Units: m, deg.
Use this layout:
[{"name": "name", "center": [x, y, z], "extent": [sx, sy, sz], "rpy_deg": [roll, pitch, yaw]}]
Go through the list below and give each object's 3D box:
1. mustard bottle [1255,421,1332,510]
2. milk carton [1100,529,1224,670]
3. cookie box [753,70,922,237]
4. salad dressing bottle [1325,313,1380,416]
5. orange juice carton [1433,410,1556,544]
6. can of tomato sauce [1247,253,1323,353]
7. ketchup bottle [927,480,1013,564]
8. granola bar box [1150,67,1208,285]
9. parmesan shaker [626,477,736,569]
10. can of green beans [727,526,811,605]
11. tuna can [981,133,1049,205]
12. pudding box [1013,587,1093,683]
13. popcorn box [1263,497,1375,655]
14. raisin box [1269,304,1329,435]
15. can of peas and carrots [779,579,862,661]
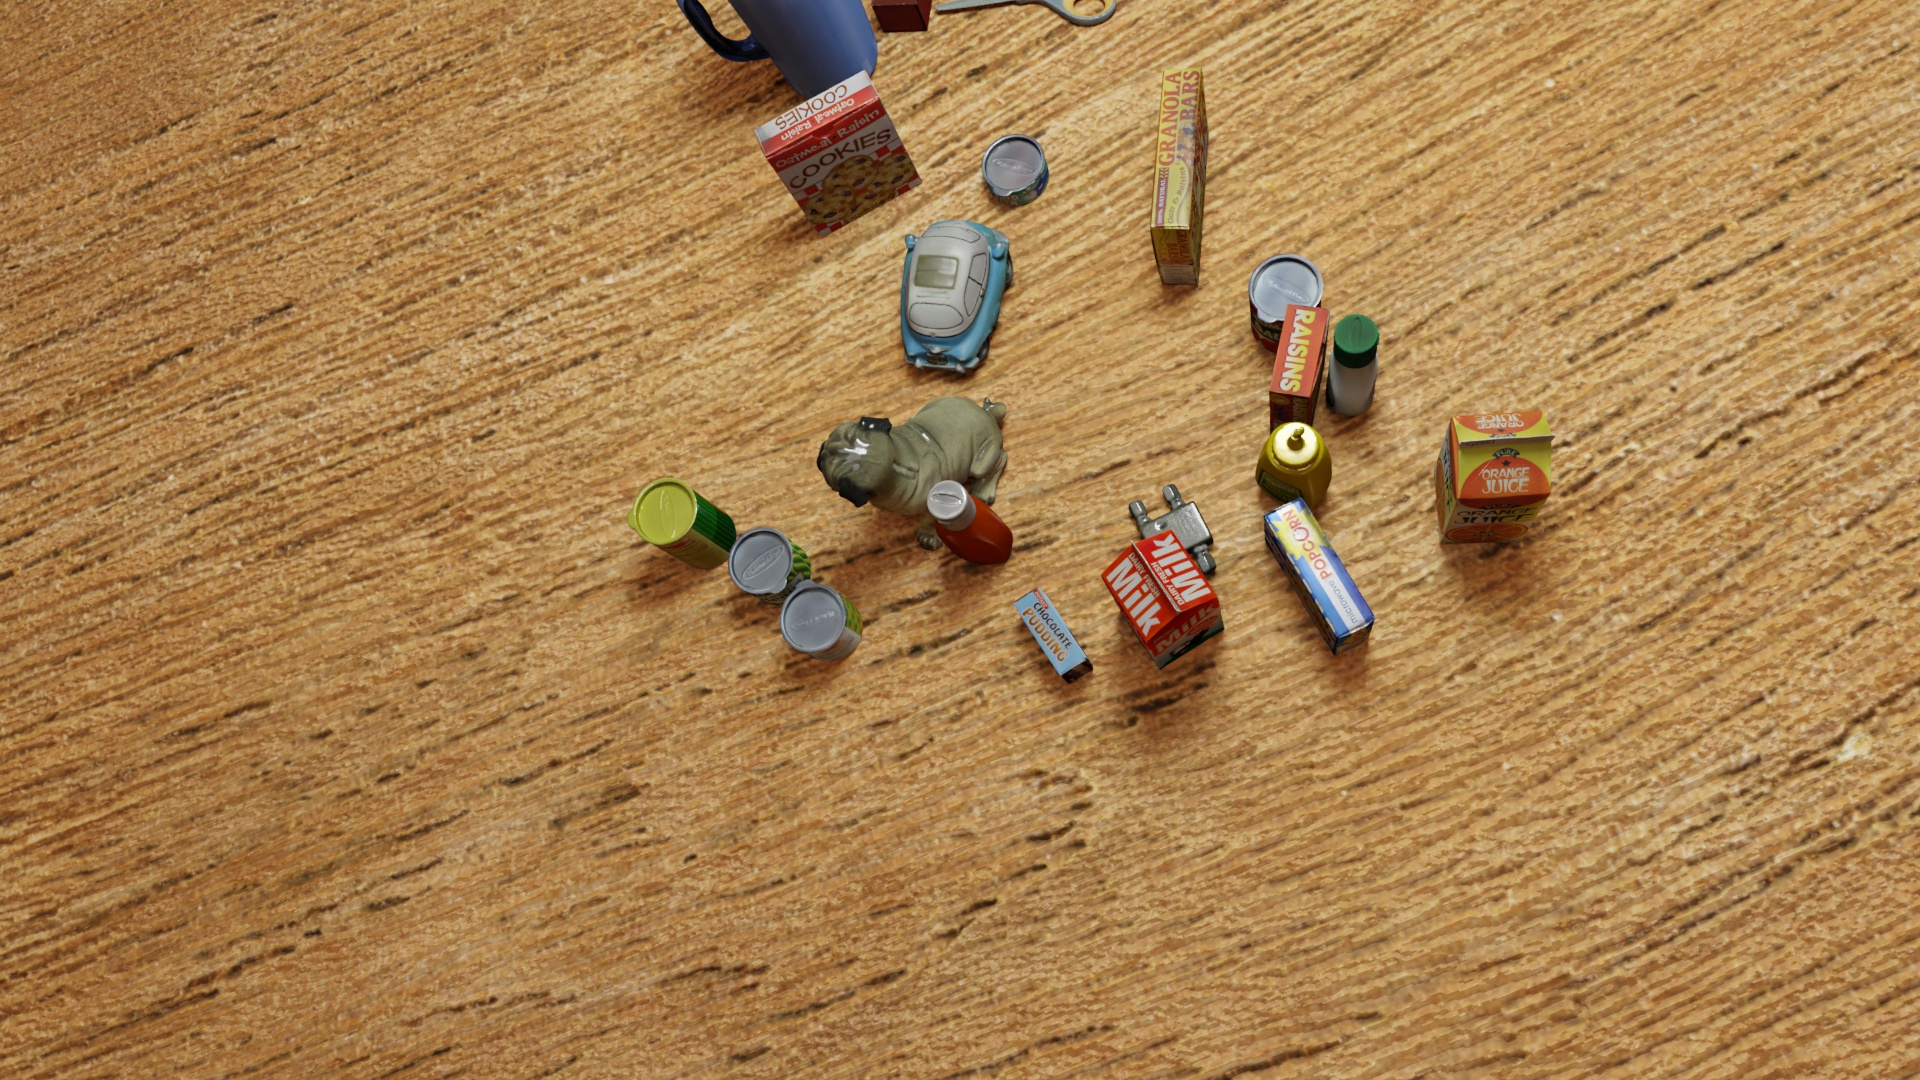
[{"name": "mustard bottle", "center": [0.291, -0.070, 1.215], "extent": [0.065, 0.160, 0.049], "rpy_deg": [31, 84, 19]}, {"name": "milk carton", "center": [0.174, 0.050, 1.192], "extent": [0.073, 0.190, 0.072], "rpy_deg": [-33, 71, 3]}, {"name": "cookie box", "center": [-0.119, -0.383, 1.393], "extent": [0.123, 0.167, 0.040], "rpy_deg": [-28, 71, 5]}, {"name": "salad dressing bottle", "center": [0.348, -0.156, 1.232], "extent": [0.044, 0.147, 0.064], "rpy_deg": [5, 77, 15]}, {"name": "orange juice carton", "center": [0.443, -0.055, 1.158], "extent": [0.072, 0.192, 0.073], "rpy_deg": [-2, 75, 13]}, {"name": "can of tomato sauce", "center": [0.302, -0.217, 1.294], "extent": [0.071, 0.083, 0.071], "rpy_deg": [-3, 75, 12]}, {"name": "ketchup bottle", "center": [0.005, -0.016, 1.272], "extent": [0.065, 0.148, 0.043], "rpy_deg": [9, 78, 15]}, {"name": "granola bar box", "center": [0.210, -0.345, 1.329], "extent": [0.039, 0.124, 0.166], "rpy_deg": [3, 76, 14]}, {"name": "parmesan shaker", "center": [-0.271, -0.015, 1.360], "extent": [0.071, 0.103, 0.071], "rpy_deg": [-3, 75, 12]}, {"name": "can of green beans", "center": [-0.185, 0.026, 1.353], "extent": [0.071, 0.057, 0.071], "rpy_deg": [-3, 74, 12]}, {"name": "tuna can", "center": [0.056, -0.377, 1.422], "extent": [0.071, 0.032, 0.071], "rpy_deg": [-3, 74, 12]}, {"name": "pudding box", "center": [0.086, 0.087, 1.277], "extent": [0.030, 0.049, 0.084], "rpy_deg": [-34, 70, 3]}, {"name": "popcorn box", "center": [0.314, 0.033, 1.220], "extent": [0.038, 0.085, 0.127], "rpy_deg": [-29, 71, 4]}, {"name": "raisin box", "center": [0.305, -0.149, 1.253], "extent": [0.040, 0.123, 0.086], "rpy_deg": [12, 78, 16]}, {"name": "can of peas and carrots", "center": [-0.133, 0.077, 1.326], "extent": [0.071, 0.058, 0.071], "rpy_deg": [-3, 74, 12]}]
